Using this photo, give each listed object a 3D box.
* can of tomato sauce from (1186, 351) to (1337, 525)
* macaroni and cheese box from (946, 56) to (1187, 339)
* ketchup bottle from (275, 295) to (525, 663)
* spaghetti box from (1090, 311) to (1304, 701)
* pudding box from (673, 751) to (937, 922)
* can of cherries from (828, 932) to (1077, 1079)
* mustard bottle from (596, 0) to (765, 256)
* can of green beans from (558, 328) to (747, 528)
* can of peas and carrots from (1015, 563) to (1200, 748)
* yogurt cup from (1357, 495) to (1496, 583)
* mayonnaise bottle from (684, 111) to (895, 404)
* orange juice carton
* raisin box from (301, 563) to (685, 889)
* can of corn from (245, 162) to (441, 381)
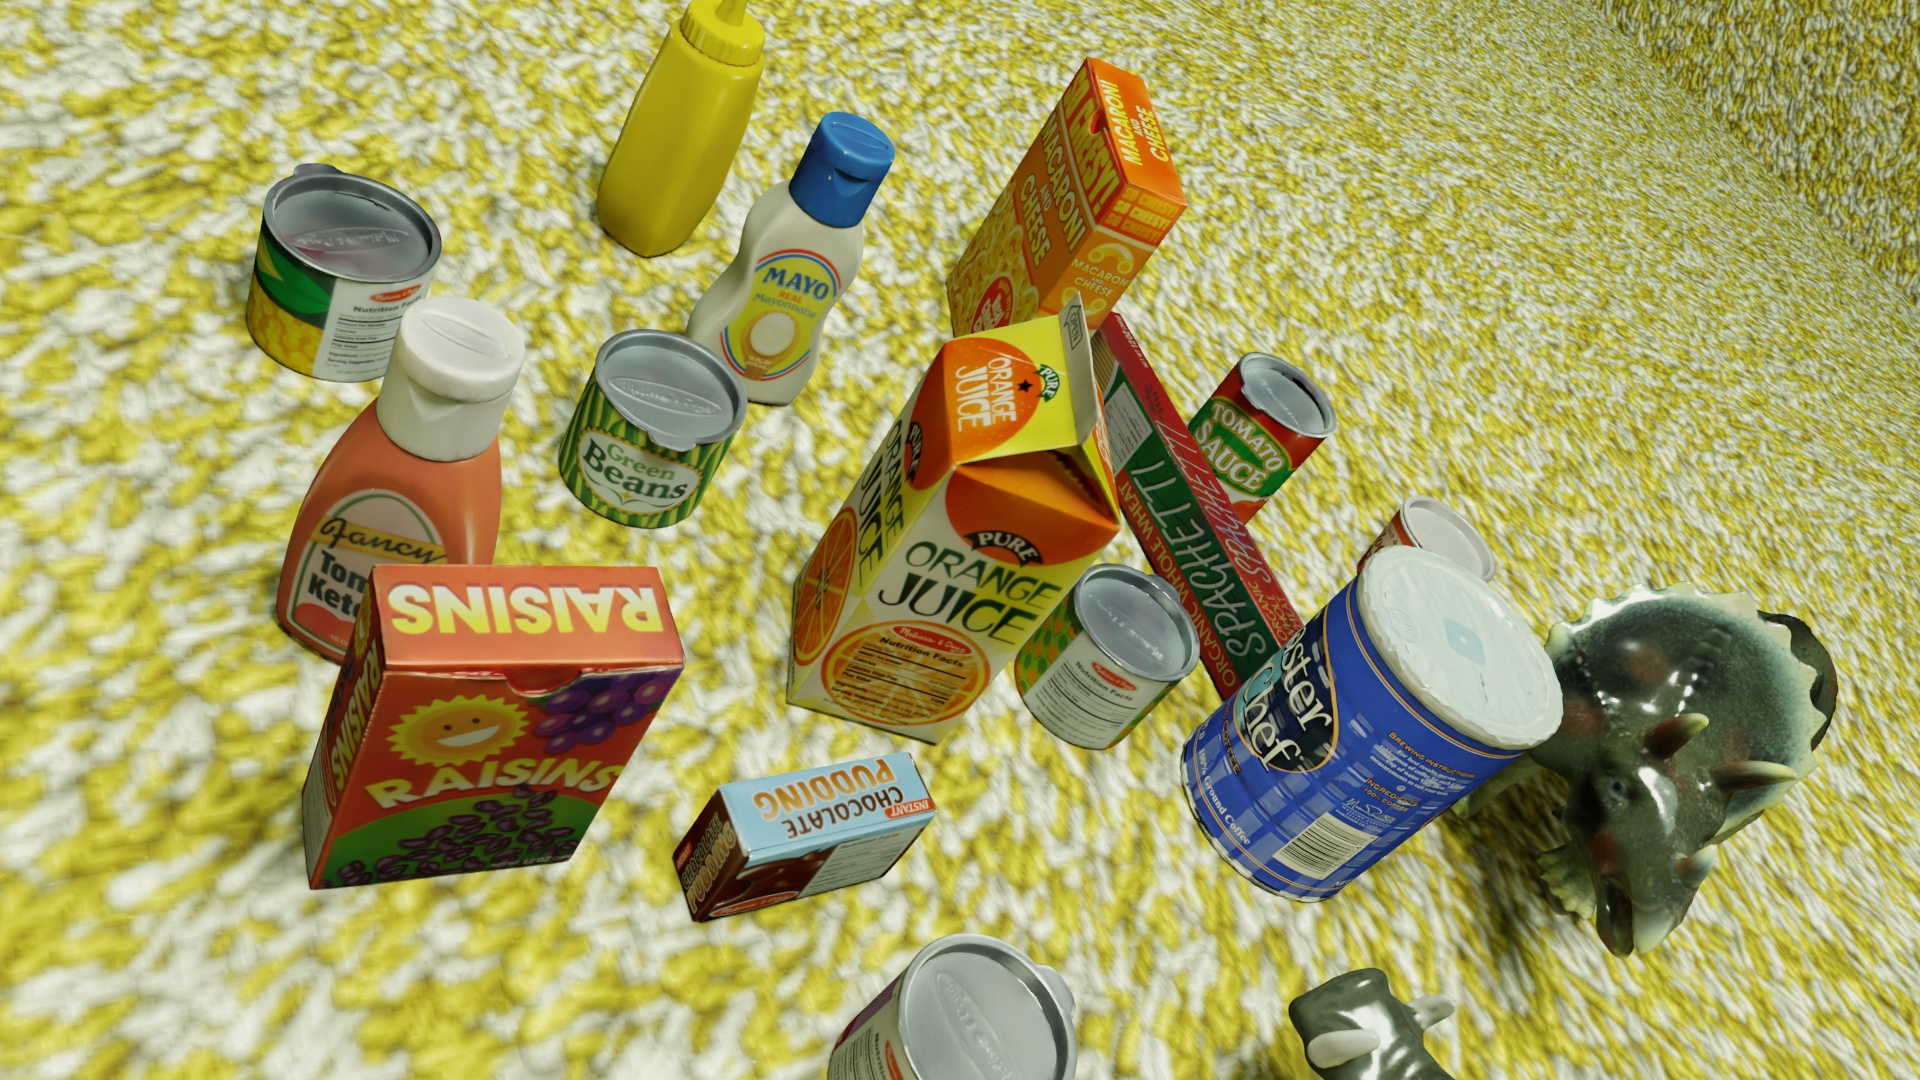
[{"bbox_3d":[0.164,-0.056,0.802,0.071,0.082,0.071,20,41,-19],"label":"can of tomato sauce"},{"bbox_3d":[0.050,-0.159,0.758,0.040,0.165,0.124,16,43,-24],"label":"macaroni and cheese box"},{"bbox_3d":[-0.181,-0.015,0.458,0.065,0.148,0.044,24,40,-14],"label":"ketchup bottle"},{"bbox_3d":[0.114,-0.024,0.760,0.029,0.050,0.251,2,50,-35],"label":"spaghetti box"},{"bbox_3d":[-0.056,0.107,0.505,0.084,0.049,0.030,-4,54,-39],"label":"pudding box"},{"bbox_3d":[-0.001,0.175,0.468,0.071,0.058,0.072,20,41,-19],"label":"can of cherries"},{"bbox_3d":[-0.132,-0.216,0.687,0.049,0.159,0.066,36,39,0],"label":"mustard bottle"},{"bbox_3d":[-0.133,-0.048,0.598,0.071,0.057,0.071,20,41,-19],"label":"can of green beans"},{"bbox_3d":[0.068,0.052,0.642,0.071,0.058,0.071,20,41,-19],"label":"can of peas and carrots"},{"bbox_3d":[0.278,0.014,0.837,0.072,0.053,0.073,20,41,-19],"label":"yogurt cup"},{"bbox_3d":[-0.078,-0.129,0.649,0.065,0.147,0.041,15,43,-24],"label":"mayonnaise bottle"},{"bbox_3d":[0.002,-0.007,0.548,0.073,0.191,0.072,19,42,-20],"label":"orange juice carton"},{"bbox_3d":[-0.147,0.059,0.428,0.086,0.122,0.040,3,49,-35],"label":"raisin box"},{"bbox_3d":[-0.255,-0.110,0.571,0.071,0.058,0.071,20,41,-19],"label":"can of corn"}]
